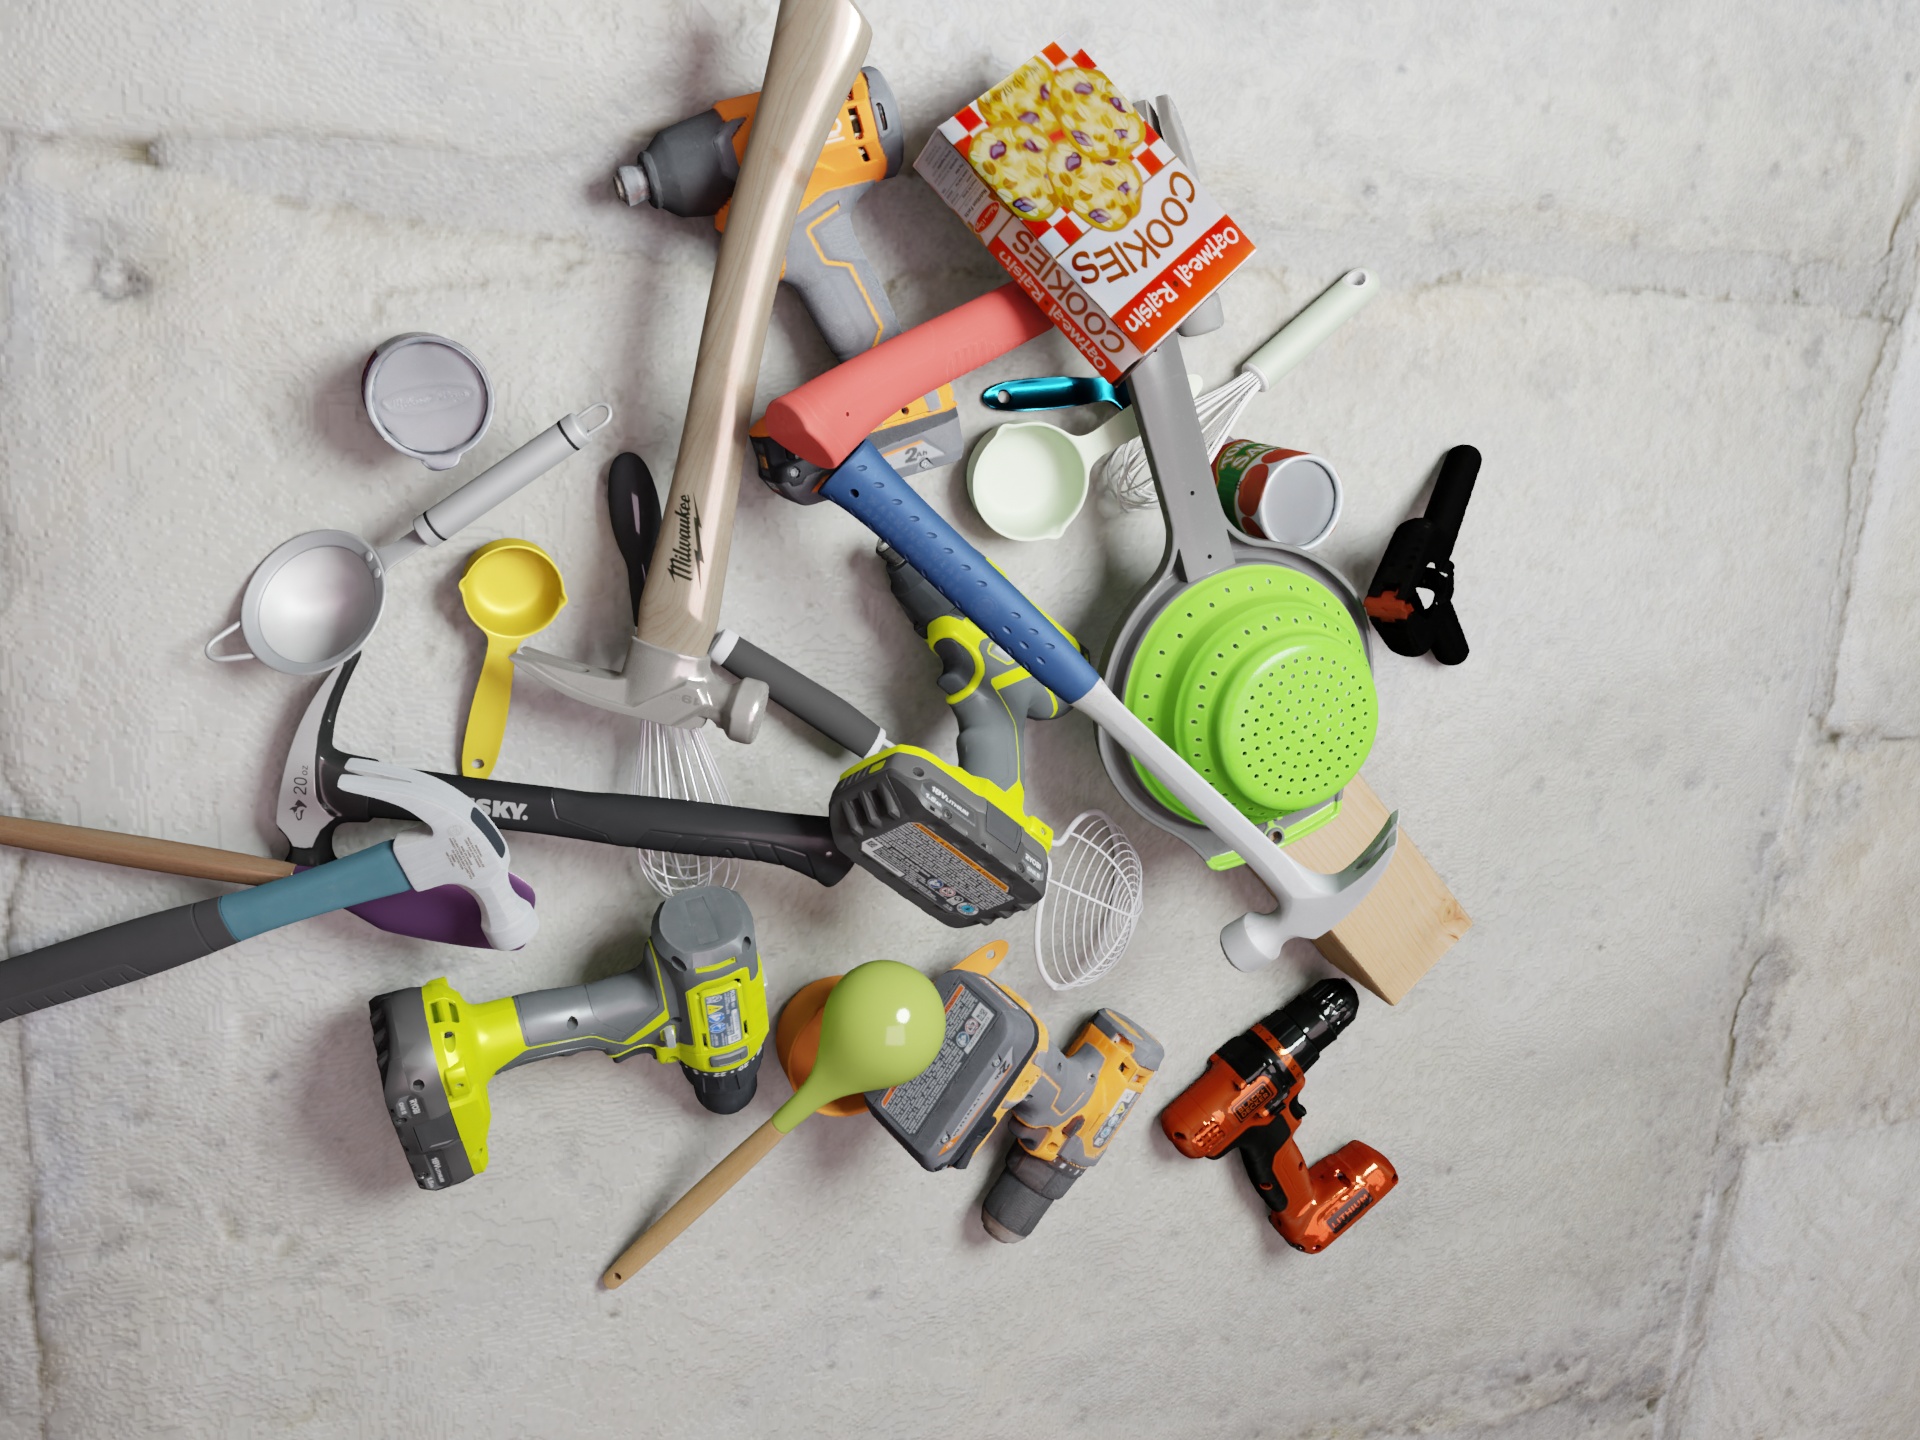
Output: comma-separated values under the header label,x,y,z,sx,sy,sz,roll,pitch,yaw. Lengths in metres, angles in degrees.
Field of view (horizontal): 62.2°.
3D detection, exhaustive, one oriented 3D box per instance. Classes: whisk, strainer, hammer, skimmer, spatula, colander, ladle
label,x,y,z,sx,sy,sz,roll,pitch,yaw
whisk,0.193,-0.225,1.069,0.246,0.058,0.059,-42,150,-10
strainer,-0.296,-0.099,0.874,0.258,0.087,0.050,-32,160,6
hammer,-0.136,-0.197,0.870,0.146,0.038,0.410,15,103,-2
skimmer,-0.020,0.055,1.060,0.363,0.090,0.127,33,64,-16
hammer,0.084,-0.014,0.929,0.405,0.035,0.144,42,125,-12
hammer,-0.221,0.050,0.925,0.334,0.035,0.146,7,103,-6
hammer,-0.411,0.114,0.871,0.331,0.033,0.128,-18,116,0
hammer,0.027,-0.245,0.925,0.359,0.037,0.149,-35,116,-34
whisk,-0.179,-0.020,0.965,0.070,0.070,0.284,-11,104,-19
spatula,-0.398,0.081,0.887,0.315,0.018,0.059,11,109,-12
colander,0.169,-0.080,0.976,0.204,0.095,0.396,-23,110,-12
ladle,-0.129,0.272,1.035,0.078,0.062,0.320,45,110,-1

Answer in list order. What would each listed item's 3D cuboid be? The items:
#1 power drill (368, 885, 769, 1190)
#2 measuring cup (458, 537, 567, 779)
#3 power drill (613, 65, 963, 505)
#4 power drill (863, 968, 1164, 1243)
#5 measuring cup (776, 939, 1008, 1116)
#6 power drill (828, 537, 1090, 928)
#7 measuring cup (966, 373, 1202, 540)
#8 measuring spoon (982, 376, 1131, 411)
label,x,y,z,sx,sy,sz,roll,pitch,yaw
power drill,-0.229,0.205,0.980,0.228,0.080,0.190,-15,136,-17
measuring cup,-0.275,-0.035,0.942,0.062,0.029,0.156,8,113,-26
power drill,-0.096,-0.245,0.922,0.164,0.084,0.226,-19,108,-14
power drill,0.032,0.272,1.095,0.226,0.084,0.185,30,95,-50
measuring cup,-0.047,0.193,1.083,0.173,0.052,0.095,-34,115,-12
power drill,-0.002,-0.003,0.970,0.080,0.223,0.171,-27,127,37
measuring cup,0.079,-0.179,1.024,0.167,0.038,0.083,-31,113,-4
measuring spoon,0.075,-0.213,1.038,0.128,0.021,0.042,-6,91,-12
